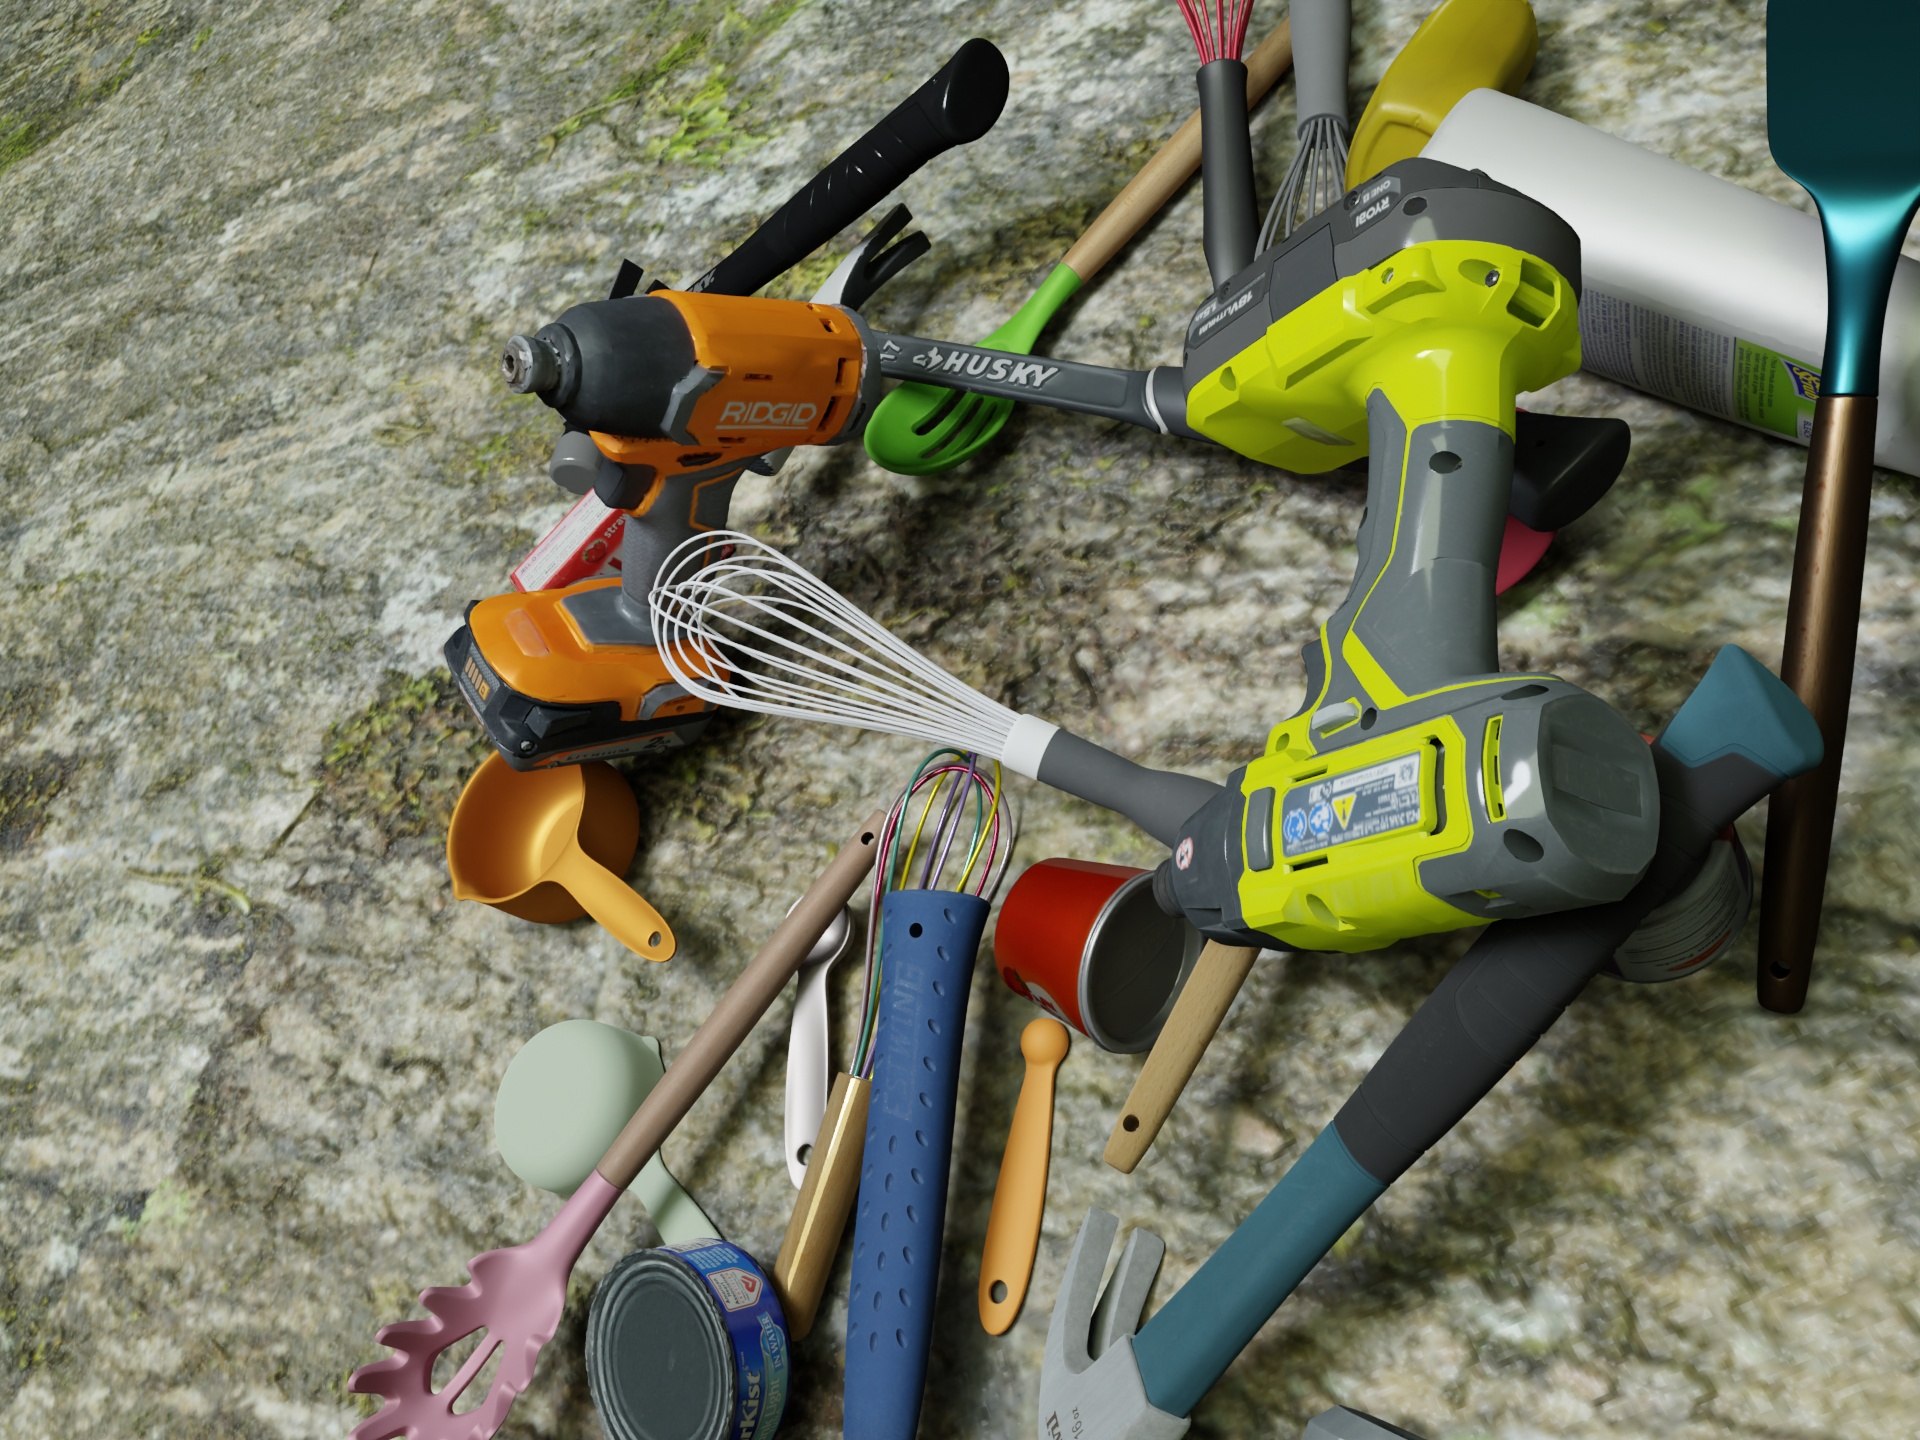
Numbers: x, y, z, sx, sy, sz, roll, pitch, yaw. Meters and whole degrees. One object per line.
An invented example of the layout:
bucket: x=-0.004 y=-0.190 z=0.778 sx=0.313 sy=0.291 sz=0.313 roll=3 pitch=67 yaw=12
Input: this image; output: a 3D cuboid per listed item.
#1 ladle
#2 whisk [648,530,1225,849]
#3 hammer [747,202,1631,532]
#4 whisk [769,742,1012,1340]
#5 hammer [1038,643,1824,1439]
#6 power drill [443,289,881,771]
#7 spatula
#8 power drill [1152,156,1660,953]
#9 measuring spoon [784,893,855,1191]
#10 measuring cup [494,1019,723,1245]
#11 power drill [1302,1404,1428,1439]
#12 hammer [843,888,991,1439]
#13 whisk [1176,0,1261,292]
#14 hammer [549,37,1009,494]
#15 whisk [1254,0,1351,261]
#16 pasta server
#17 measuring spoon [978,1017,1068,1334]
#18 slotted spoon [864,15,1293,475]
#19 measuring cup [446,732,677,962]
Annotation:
ladle: x=0.132 y=0.019 z=0.569 sx=0.069 sy=0.031 sz=0.315 roll=21 pitch=72 yaw=36
whisk: x=-0.001 y=-0.003 z=0.622 sx=0.285 sy=0.070 sz=0.070 roll=23 pitch=79 yaw=16
hammer: x=0.071 y=-0.140 z=0.668 sx=0.409 sy=0.036 sz=0.149 roll=19 pitch=73 yaw=38
whisk: x=-0.030 y=0.122 z=0.632 sx=0.047 sy=0.051 sz=0.245 roll=11 pitch=75 yaw=30
hammer: x=0.128 y=0.118 z=0.469 sx=0.331 sy=0.033 sz=0.128 roll=-54 pitch=21 yaw=15
power drill: x=-0.145 y=-0.083 z=0.686 sx=0.084 sy=0.164 sz=0.226 roll=51 pitch=128 yaw=27
spatula: x=0.265 y=-0.069 z=0.474 sx=0.082 sy=0.044 sz=0.317 roll=8 pitch=99 yaw=35
power drill: x=0.123 y=-0.041 z=0.497 sx=0.171 sy=0.080 sz=0.223 roll=-25 pitch=54 yaw=55
measuring spoon: x=-0.059 y=0.133 z=0.665 sx=0.034 sy=0.018 sz=0.124 roll=-8 pitch=69 yaw=27
measuring cup: x=-0.143 y=0.190 z=0.670 sx=0.083 sy=0.038 sz=0.168 roll=-52 pitch=49 yaw=-1
power drill: x=0.159 y=0.307 z=0.391 sx=0.229 sy=0.080 sz=0.191 roll=11 pitch=71 yaw=39
hammer: x=-0.035 y=0.260 z=0.546 sx=0.144 sy=0.035 sz=0.406 roll=-5 pitch=69 yaw=31
whisk: x=0.118 y=-0.313 z=0.726 sx=0.073 sy=0.073 sz=0.296 roll=-8 pitch=77 yaw=30
hammer: x=-0.100 y=-0.239 z=0.809 sx=0.335 sy=0.035 sz=0.146 roll=-23 pitch=48 yaw=42
whisk: x=0.156 y=-0.261 z=0.700 sx=0.055 sy=0.055 sz=0.239 roll=-9 pitch=62 yaw=29
pasta server: x=-0.126 y=0.163 z=0.641 sx=0.060 sy=0.040 sz=0.316 roll=36 pitch=82 yaw=13
measuring spoon: x=0.021 y=0.167 z=0.593 sx=0.021 sy=0.011 sz=0.117 roll=-2 pitch=65 yaw=32
slotted spoon: x=0.072 y=-0.231 z=0.760 sx=0.314 sy=0.031 sz=0.070 roll=-47 pitch=50 yaw=1
measuring cup: x=-0.170 y=0.072 z=0.742 sx=0.174 sy=0.052 sz=0.095 roll=32 pitch=85 yaw=38
